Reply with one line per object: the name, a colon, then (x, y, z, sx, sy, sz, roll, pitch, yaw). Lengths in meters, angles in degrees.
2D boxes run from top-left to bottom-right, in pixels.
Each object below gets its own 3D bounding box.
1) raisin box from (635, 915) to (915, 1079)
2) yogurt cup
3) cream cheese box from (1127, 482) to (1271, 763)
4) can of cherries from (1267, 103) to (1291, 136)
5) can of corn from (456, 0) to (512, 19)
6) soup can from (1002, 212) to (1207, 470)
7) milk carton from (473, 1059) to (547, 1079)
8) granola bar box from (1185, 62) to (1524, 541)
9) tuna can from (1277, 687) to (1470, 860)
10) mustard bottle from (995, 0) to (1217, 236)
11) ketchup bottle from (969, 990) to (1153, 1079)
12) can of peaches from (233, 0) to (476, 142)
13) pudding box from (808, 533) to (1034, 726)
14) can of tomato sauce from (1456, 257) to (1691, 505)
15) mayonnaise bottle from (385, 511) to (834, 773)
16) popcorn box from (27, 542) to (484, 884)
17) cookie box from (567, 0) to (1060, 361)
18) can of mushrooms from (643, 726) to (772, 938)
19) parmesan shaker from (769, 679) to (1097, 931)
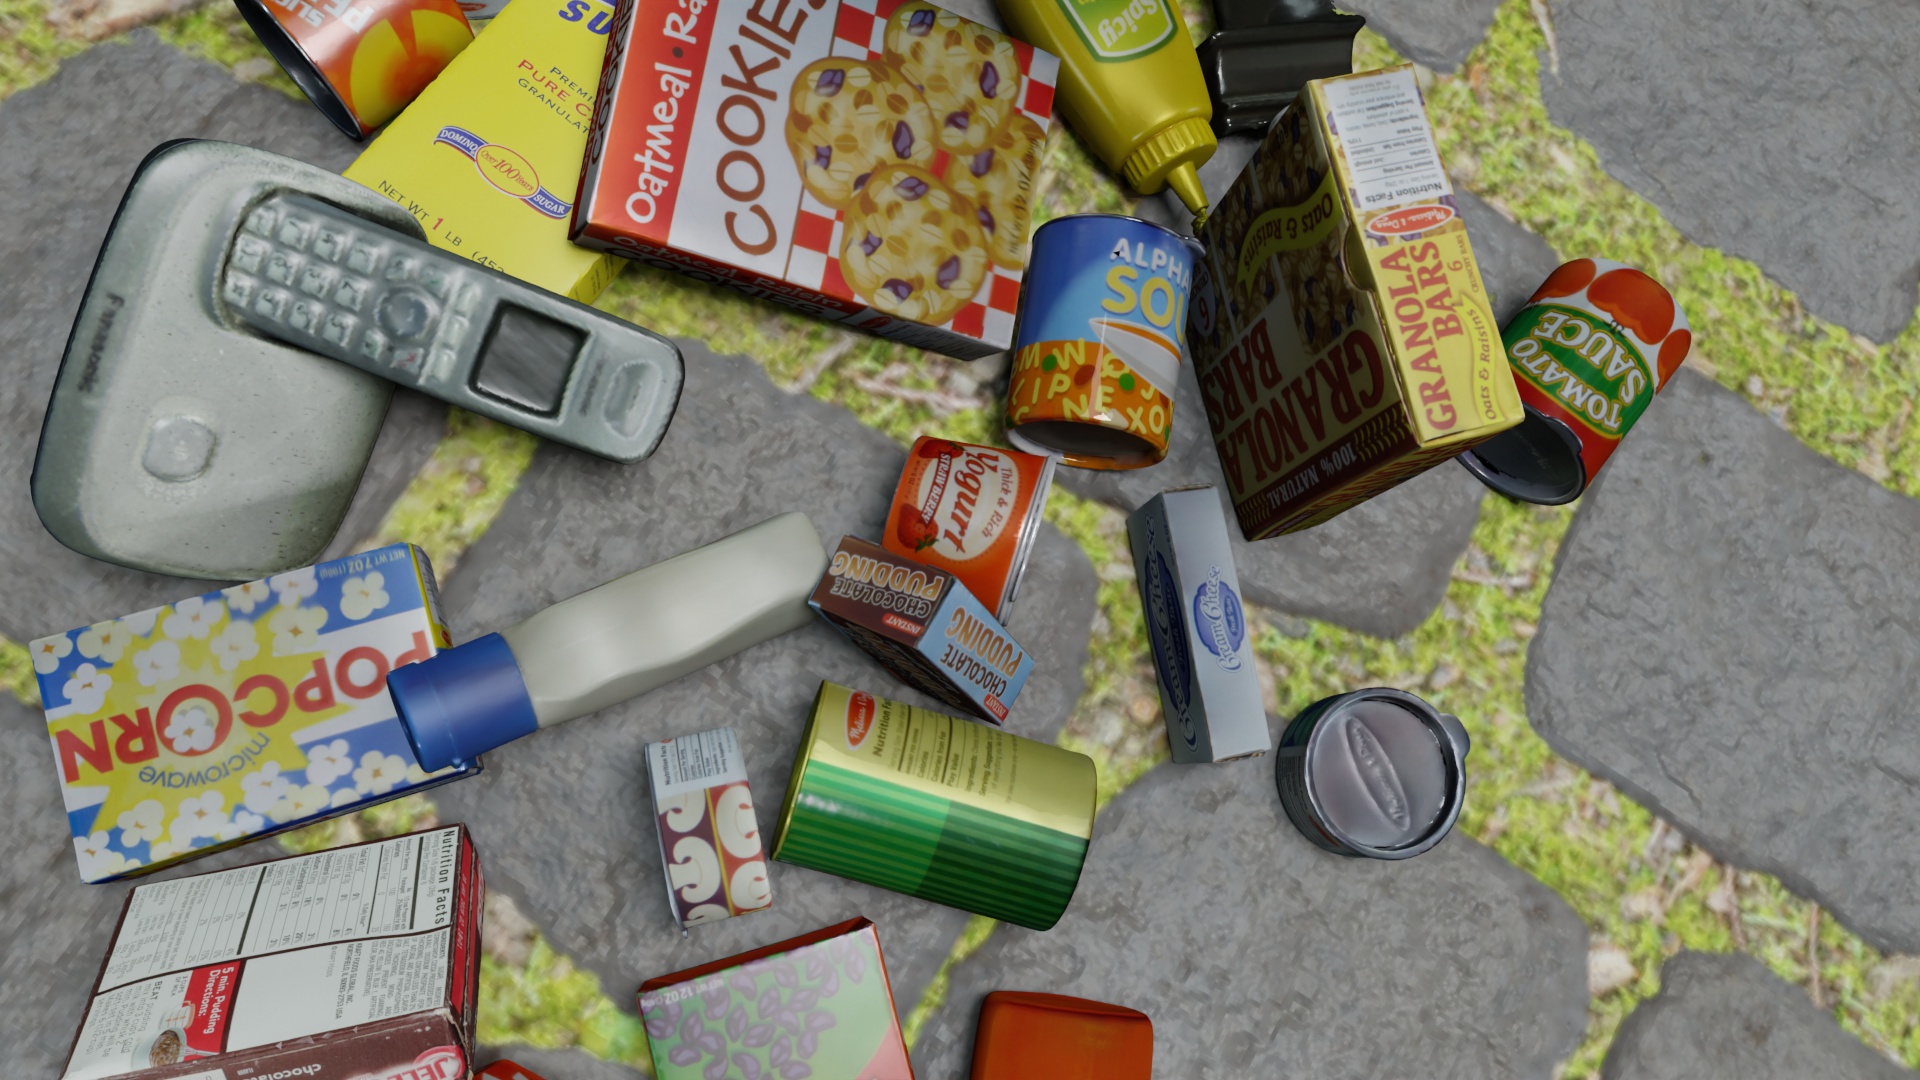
raisin box: (-0.056, 0.205, 0.484, 0.086, 0.040, 0.123, -13, 82, -13)
yogurt cup: (0.002, -0.007, 0.526, 0.054, 0.072, 0.072, 17, 76, 3)
cream cheese box: (0.091, 0.034, 0.537, 0.024, 0.053, 0.104, -8, 80, -9)
can of cherries: (0.166, -0.149, 0.583, 0.071, 0.071, 0.058, -1, 78, -10)
can of corn: (-0.197, -0.253, 0.546, 0.071, 0.058, 0.071, 2, 79, -9)
soup can: (0.057, -0.076, 0.546, 0.071, 0.071, 0.084, 11, 78, -7)
milk carton: (-0.128, 0.225, 0.427, 0.191, 0.072, 0.073, 21, 91, 13)
granola bar box: (0.130, -0.076, 0.509, 0.039, 0.165, 0.124, -12, 81, -9)
tuna can: (0.163, 0.091, 0.548, 0.071, 0.032, 0.071, 2, 78, -9)
mustard bottle: (0.069, -0.198, 0.584, 0.065, 0.048, 0.160, -27, 84, -12)
ketchup bottle: (0.030, 0.239, 0.489, 0.065, 0.043, 0.149, 9, 77, -7)
can of peaches: (-0.227, -0.196, 0.523, 0.071, 0.071, 0.058, 46, 74, 2)
pudding box: (-0.012, 0.033, 0.499, 0.050, 0.083, 0.030, 21, 74, 31)
can of tomato sauce: (0.251, -0.067, 0.576, 0.071, 0.071, 0.083, 43, 75, 1)
mayonnaise bottle: (-0.119, 0.034, 0.483, 0.148, 0.064, 0.041, -22, 82, -27)
popcorn box: (-0.241, 0.059, 0.484, 0.127, 0.038, 0.085, -16, 83, -12)
cookie box: (-0.052, -0.150, 0.529, 0.167, 0.040, 0.123, 13, 83, -25)
can of mushrooms: (-0.088, 0.102, 0.487, 0.033, 0.071, 0.071, -12, 81, -12)
parmesan shaker: (-0.010, 0.098, 0.498, 0.103, 0.071, 0.071, 17, 76, -6)
